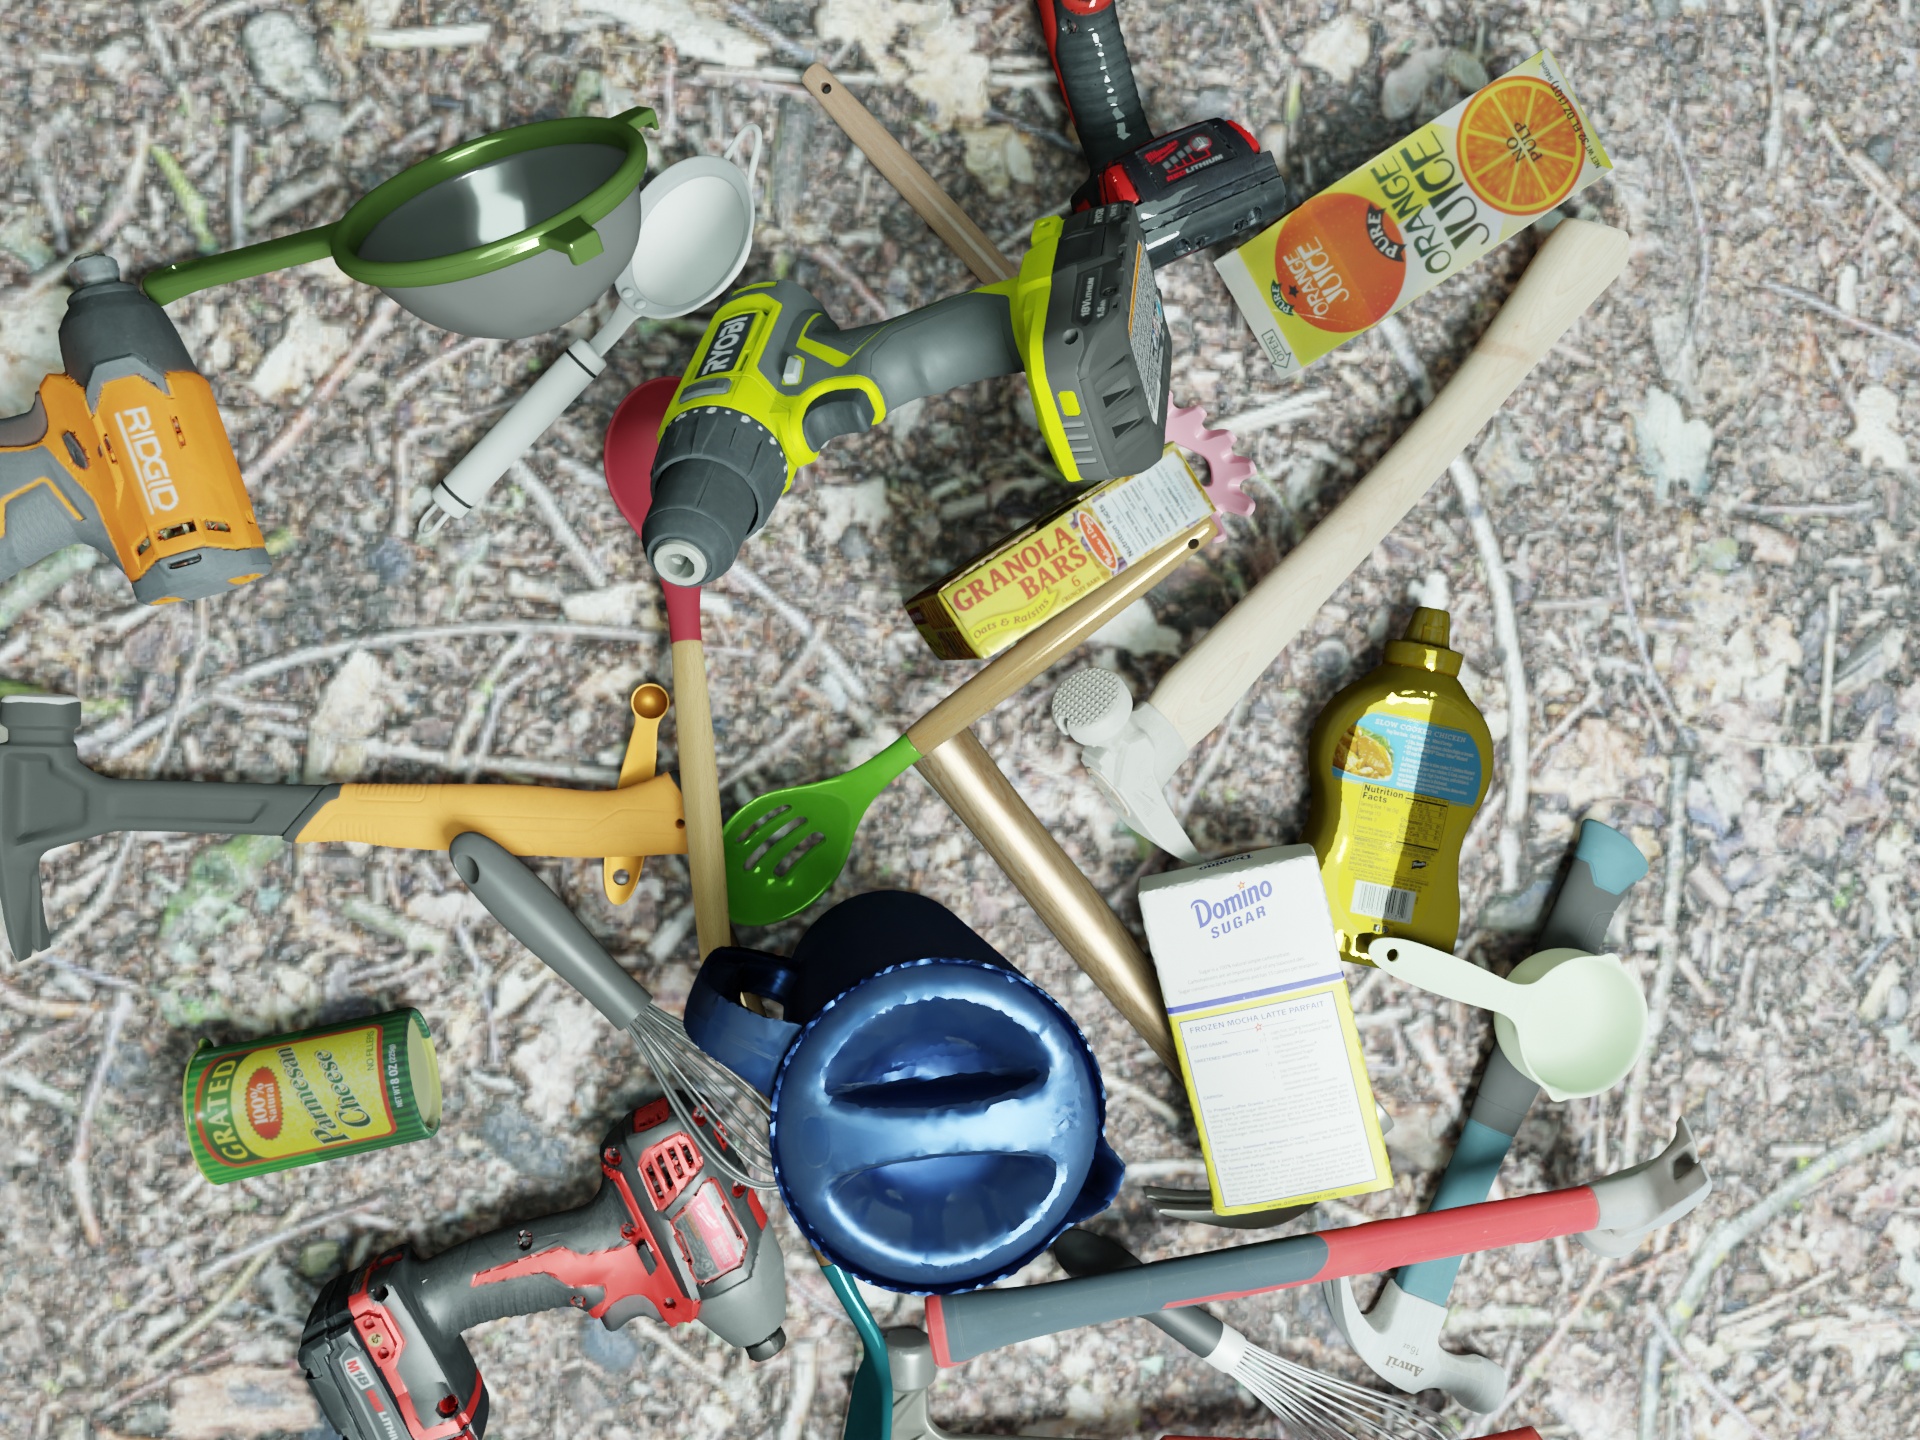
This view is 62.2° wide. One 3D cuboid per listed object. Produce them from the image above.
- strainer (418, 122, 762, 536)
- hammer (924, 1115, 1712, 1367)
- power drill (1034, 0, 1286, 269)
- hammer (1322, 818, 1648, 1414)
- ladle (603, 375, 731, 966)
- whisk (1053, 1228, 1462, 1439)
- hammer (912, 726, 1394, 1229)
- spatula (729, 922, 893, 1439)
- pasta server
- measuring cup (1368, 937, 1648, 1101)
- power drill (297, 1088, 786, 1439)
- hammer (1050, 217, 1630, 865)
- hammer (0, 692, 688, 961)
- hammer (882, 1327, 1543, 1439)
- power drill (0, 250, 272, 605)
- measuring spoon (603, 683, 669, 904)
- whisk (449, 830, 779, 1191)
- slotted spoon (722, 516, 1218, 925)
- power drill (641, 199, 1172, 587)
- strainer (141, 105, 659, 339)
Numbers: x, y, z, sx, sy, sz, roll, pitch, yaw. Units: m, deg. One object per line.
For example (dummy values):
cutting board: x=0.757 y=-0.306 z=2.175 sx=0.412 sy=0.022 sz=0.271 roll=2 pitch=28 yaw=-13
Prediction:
strainer: x=-0.178 y=-0.185 z=0.785 sx=0.258 sy=0.050 sz=0.087 roll=-45 pitch=60 yaw=3
hammer: x=0.173 y=0.267 z=0.797 sx=0.386 sy=0.143 sz=0.038 roll=-10 pitch=59 yaw=-2
power drill: x=0.070 y=-0.327 z=0.740 sx=0.080 sy=0.188 sz=0.226 roll=-25 pitch=101 yaw=-8
hammer: x=0.302 y=0.214 z=0.885 sx=0.128 sy=0.033 sz=0.331 roll=23 pitch=90 yaw=-10
ladle: x=-0.131 y=-0.013 z=0.781 sx=0.069 sy=0.031 sz=0.315 roll=-5 pitch=82 yaw=-11
whisk: x=0.169 y=0.359 z=0.865 sx=0.284 sy=0.070 sz=0.070 roll=34 pitch=89 yaw=-5
hammer: x=0.086 y=0.137 z=0.849 sx=0.130 sy=0.031 sz=0.331 roll=-40 pitch=98 yaw=-4
spatula: x=-0.084 y=0.259 z=0.821 sx=0.044 sy=0.082 sz=0.317 roll=-18 pitch=90 yaw=-19
pasta server: x=0.033 y=-0.215 z=0.815 sx=0.060 sy=0.040 sz=0.316 roll=-43 pitch=97 yaw=8
measuring cup: x=0.281 y=0.143 z=0.837 sx=0.167 sy=0.038 sz=0.083 roll=21 pitch=90 yaw=-12
power drill: x=-0.198 y=0.295 z=0.798 sx=0.219 sy=0.078 sz=0.143 roll=-26 pitch=97 yaw=-9
hammer: x=0.217 y=-0.104 z=0.833 sx=0.410 sy=0.038 sz=0.146 roll=-47 pitch=134 yaw=-9
hammer: x=-0.292 y=0.054 z=0.782 sx=0.337 sy=0.034 sz=0.127 roll=1 pitch=93 yaw=-6
hammer: x=0.132 y=0.401 z=0.829 sx=0.359 sy=0.036 sz=0.149 roll=0 pitch=93 yaw=7
power drill: x=-0.456 y=-0.114 z=0.731 sx=0.226 sy=0.084 sz=0.164 roll=-18 pitch=96 yaw=-11
measuring spoon: x=-0.167 y=0.038 z=0.818 sx=0.021 sy=0.011 sz=0.117 roll=10 pitch=96 yaw=-7
whisk: x=-0.156 y=0.139 z=0.767 sx=0.055 sy=0.055 sz=0.239 roll=-45 pitch=95 yaw=-3
slotted spoon: x=-0.001 y=-0.003 z=0.793 sx=0.314 sy=0.031 sz=0.070 roll=-37 pitch=121 yaw=9
power drill: x=-0.029 y=-0.142 z=0.705 sx=0.228 sy=0.191 sz=0.080 roll=-8 pitch=132 yaw=19
strainer: x=-0.259 y=-0.210 z=0.754 sx=0.256 sy=0.152 sz=0.069 roll=-10 pitch=131 yaw=11
